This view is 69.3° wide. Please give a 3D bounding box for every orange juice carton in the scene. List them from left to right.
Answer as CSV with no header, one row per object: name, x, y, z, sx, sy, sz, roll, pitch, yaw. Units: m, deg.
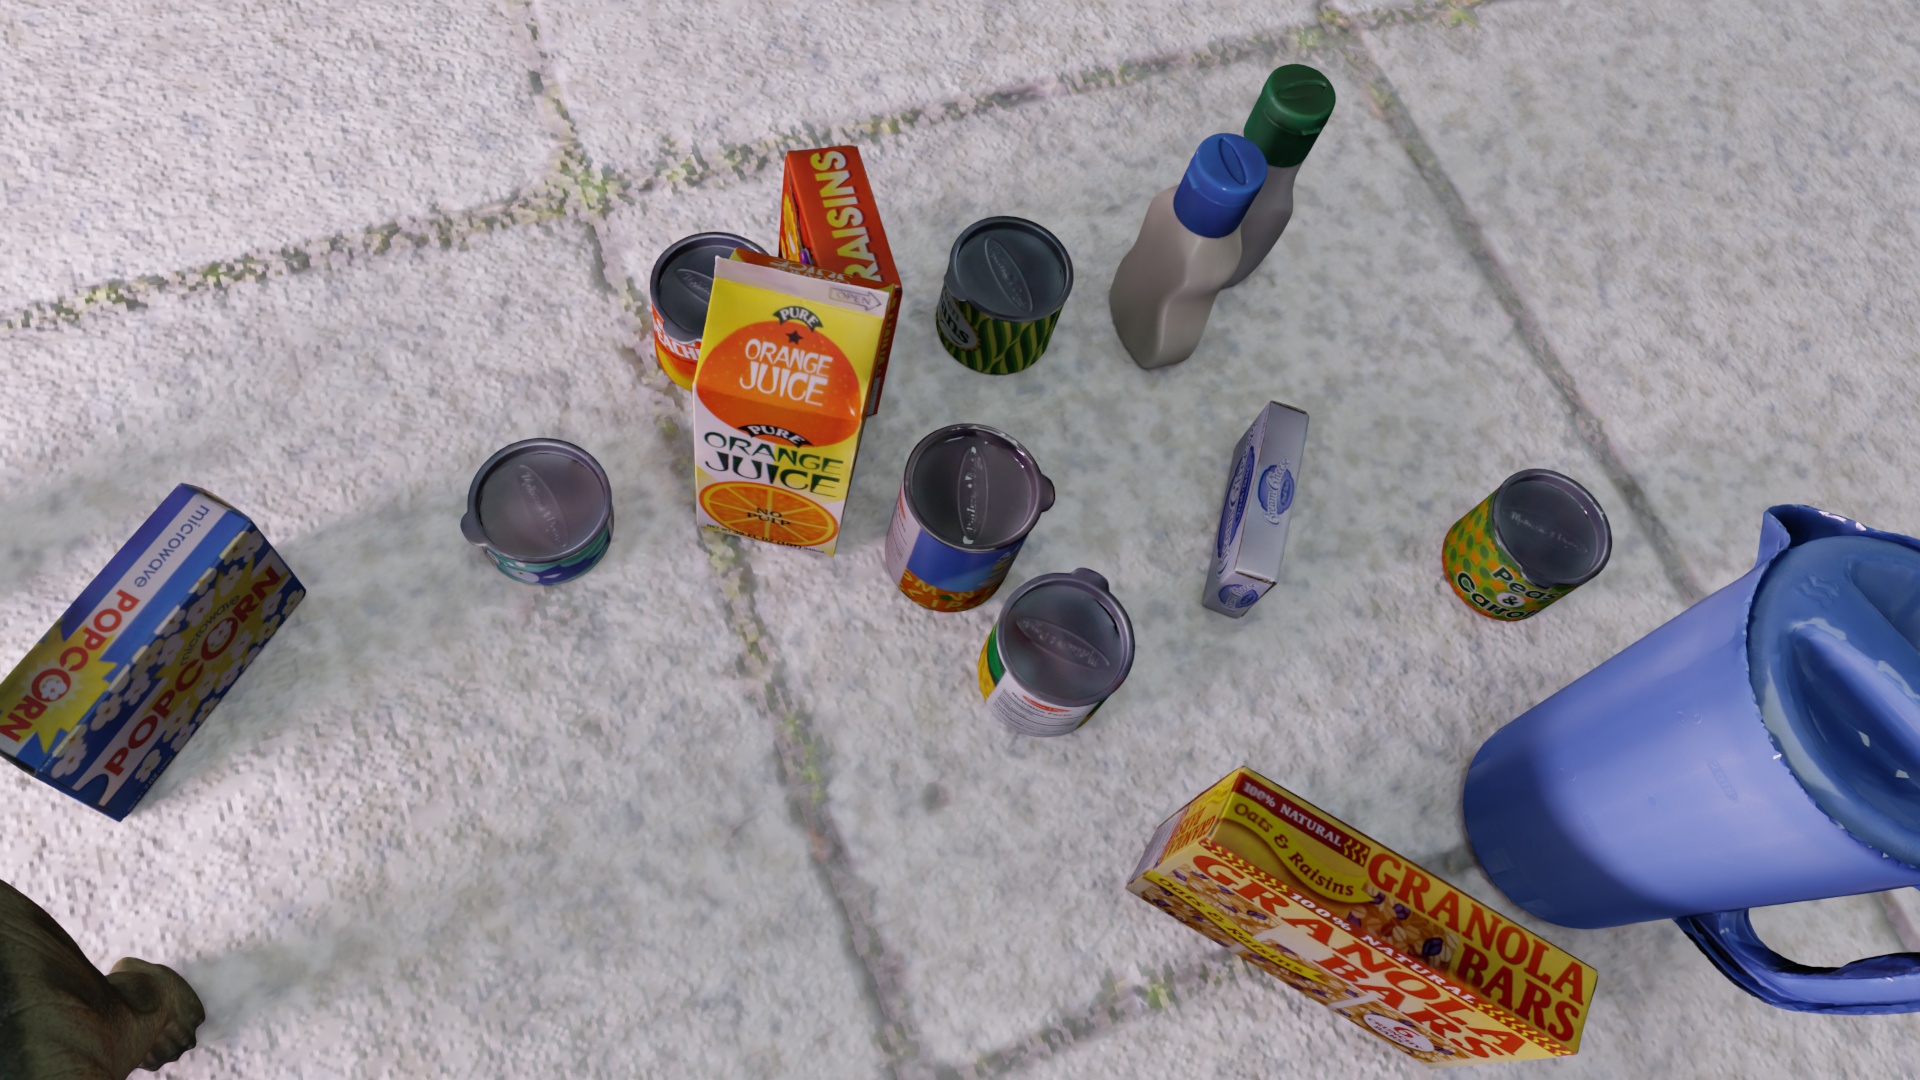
orange juice carton,-0.077,-0.066,0.629,0.072,0.191,0.073,13,65,-4

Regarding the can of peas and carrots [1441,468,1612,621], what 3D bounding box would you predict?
can of peas and carrots,0.299,0.006,0.739,0.071,0.058,0.071,4,66,-9

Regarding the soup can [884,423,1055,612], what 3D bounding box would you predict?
soup can,0.002,-0.009,0.678,0.071,0.083,0.071,4,66,-9

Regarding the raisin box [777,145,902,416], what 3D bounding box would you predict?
raisin box,-0.064,-0.124,0.695,0.040,0.123,0.086,-11,69,-14

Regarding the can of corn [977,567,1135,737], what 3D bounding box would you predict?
can of corn,0.046,0.055,0.672,0.071,0.058,0.071,4,66,-9

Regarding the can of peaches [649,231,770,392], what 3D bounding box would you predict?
can of peaches,-0.127,-0.114,0.715,0.071,0.057,0.071,4,66,-9

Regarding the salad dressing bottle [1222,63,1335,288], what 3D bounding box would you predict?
salad dressing bottle,0.158,-0.194,0.753,0.064,0.147,0.044,-15,70,-16

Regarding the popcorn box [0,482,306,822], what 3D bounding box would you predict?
popcorn box,-0.343,0.048,0.590,0.038,0.085,0.127,28,65,3

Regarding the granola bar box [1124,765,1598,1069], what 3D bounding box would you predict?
granola bar box,0.168,0.168,0.607,0.165,0.123,0.039,30,65,4

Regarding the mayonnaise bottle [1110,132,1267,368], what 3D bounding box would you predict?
mayonnaise bottle,0.118,-0.151,0.726,0.041,0.147,0.065,-13,70,-15

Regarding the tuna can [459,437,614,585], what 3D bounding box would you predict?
tuna can,-0.204,-0.012,0.671,0.071,0.032,0.071,4,66,-9

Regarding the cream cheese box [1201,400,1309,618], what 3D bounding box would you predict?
cream cheese box,0.154,-0.016,0.725,0.024,0.053,0.104,18,65,-2

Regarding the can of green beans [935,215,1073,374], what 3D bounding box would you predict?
can of green beans,0.022,-0.131,0.750,0.071,0.057,0.071,4,66,-9
